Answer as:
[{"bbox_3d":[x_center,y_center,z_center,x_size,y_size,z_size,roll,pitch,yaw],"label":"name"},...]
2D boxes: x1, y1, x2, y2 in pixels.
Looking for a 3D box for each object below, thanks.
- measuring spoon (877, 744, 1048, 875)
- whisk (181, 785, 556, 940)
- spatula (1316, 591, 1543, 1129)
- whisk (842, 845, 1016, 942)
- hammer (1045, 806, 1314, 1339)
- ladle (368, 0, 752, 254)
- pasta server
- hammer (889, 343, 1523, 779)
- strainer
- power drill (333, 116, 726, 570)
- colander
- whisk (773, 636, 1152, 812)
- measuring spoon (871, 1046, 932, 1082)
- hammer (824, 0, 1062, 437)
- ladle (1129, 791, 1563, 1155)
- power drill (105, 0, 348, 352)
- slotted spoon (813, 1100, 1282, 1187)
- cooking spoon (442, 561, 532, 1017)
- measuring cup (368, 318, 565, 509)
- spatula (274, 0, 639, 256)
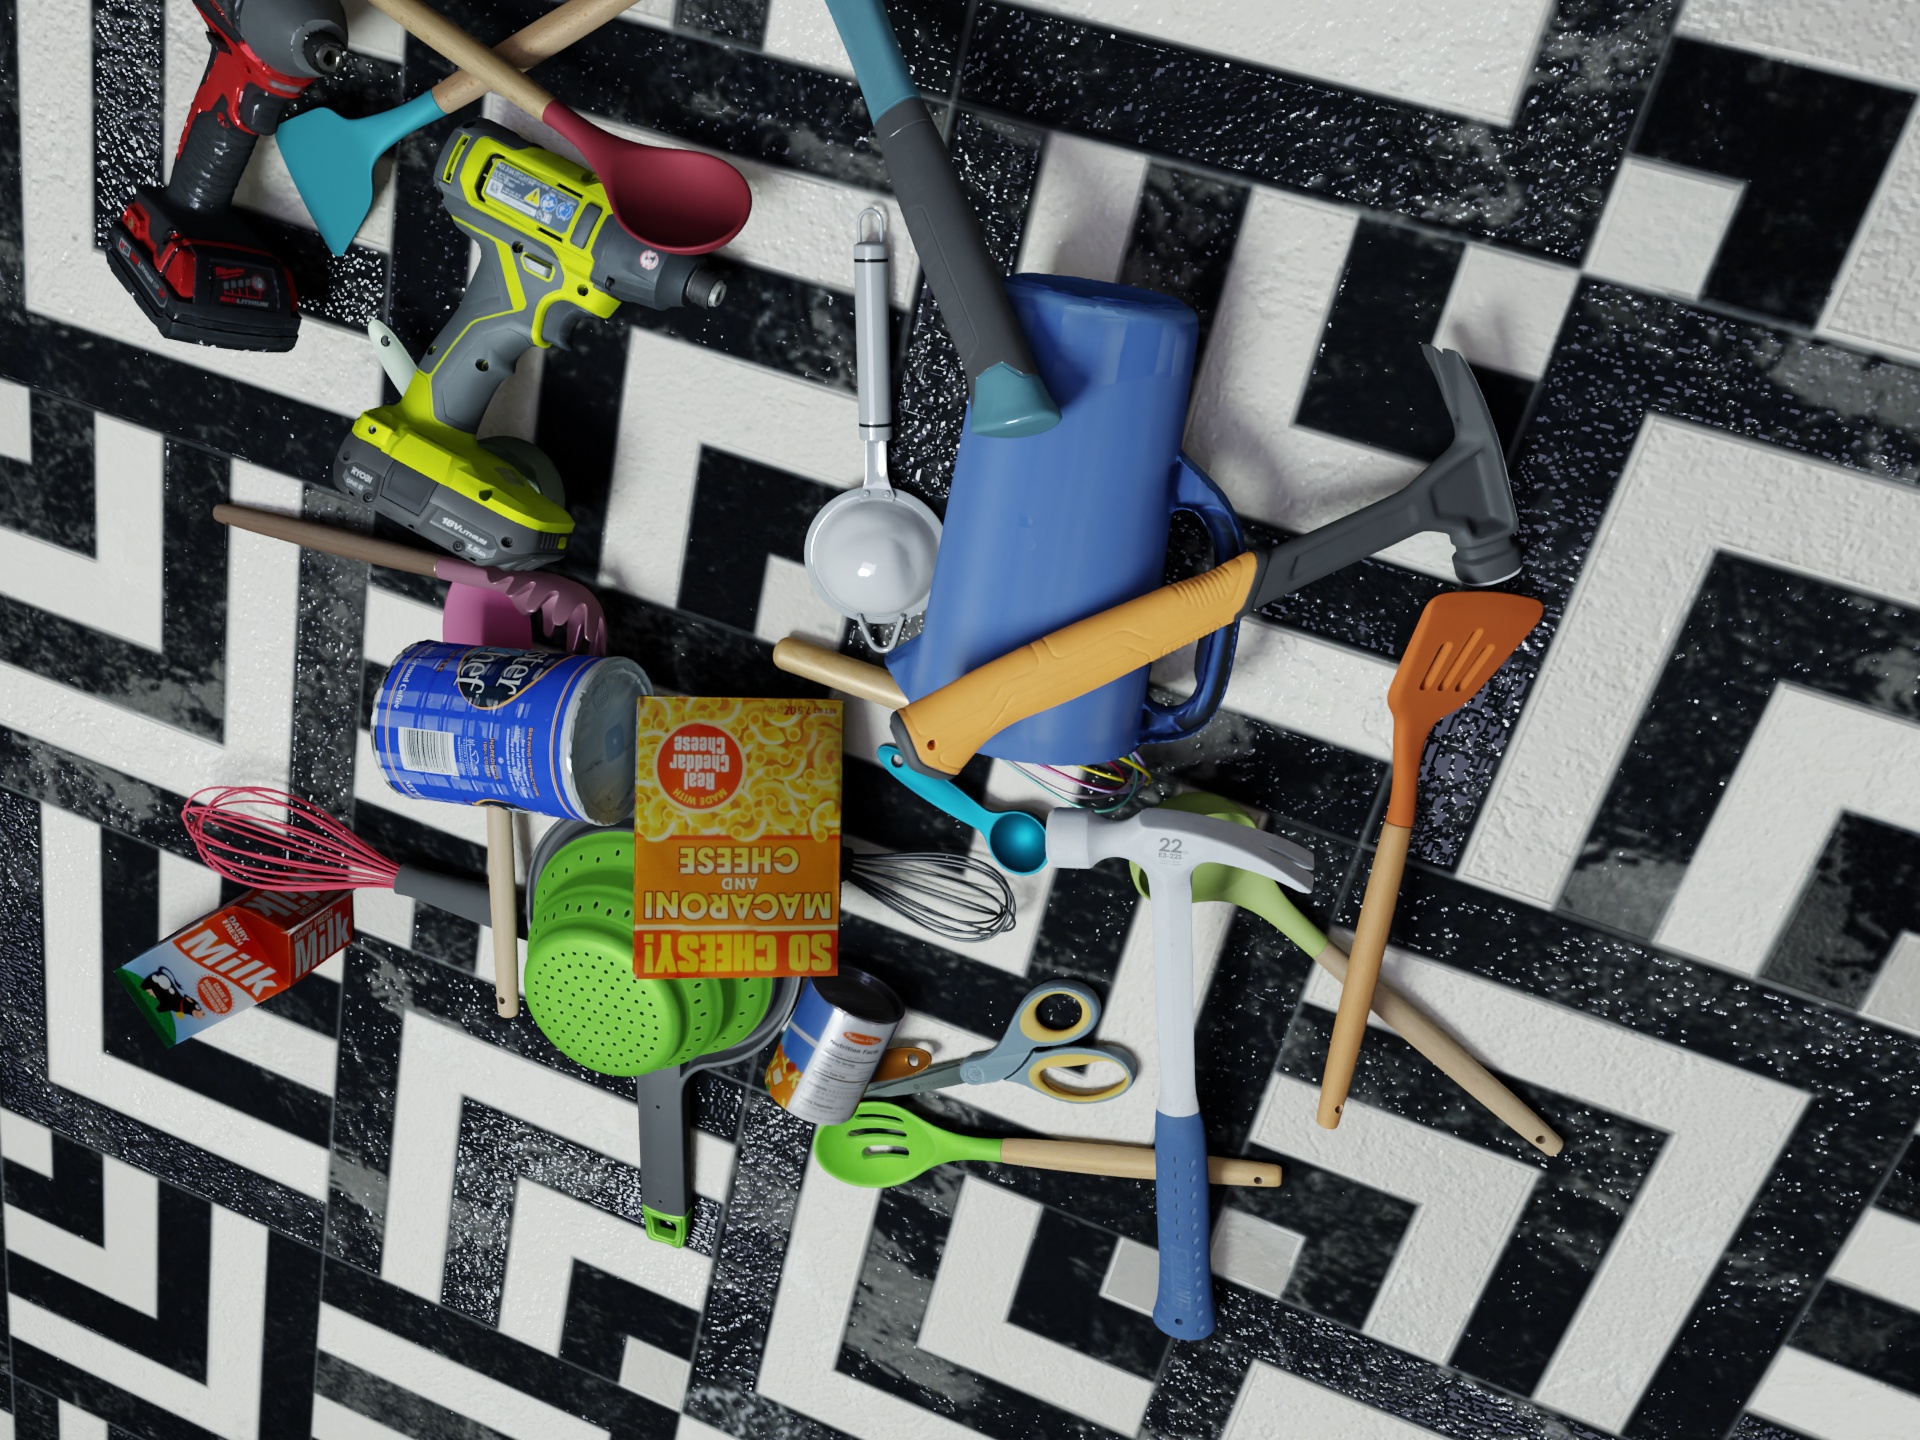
[{"bbox_3d":[0.004,0.049,0.985,0.129,0.021,0.042,33,118,14],"label":"measuring spoon"},{"bbox_3d":[-0.414,0.107,1.126,0.296,0.073,0.073,16,115,5],"label":"whisk"},{"bbox_3d":[0.241,0.082,0.873,0.081,0.041,0.322,2,106,-28],"label":"spatula"},{"bbox_3d":[-0.075,0.091,1.009,0.239,0.055,0.055,14,115,18],"label":"whisk"},{"bbox_3d":[0.137,0.226,0.956,0.144,0.035,0.405,2,121,14],"label":"hammer"},{"bbox_3d":[-0.244,-0.346,0.866,0.315,0.069,0.031,36,159,6],"label":"ladle"},{"bbox_3d":[-0.360,-0.098,1.027,0.316,0.060,0.040,14,70,18],"label":"pasta server"},{"bbox_3d":[0.118,-0.064,0.791,0.337,0.034,0.127,-25,114,-5],"label":"hammer"},{"bbox_3d":[-0.050,-0.157,0.907,0.087,0.050,0.258,0,108,2],"label":"strainer"},{"bbox_3d":[-0.247,-0.205,0.910,0.171,0.080,0.223,28,99,5],"label":"power drill"},{"bbox_3d":[-0.217,0.231,1.066,0.204,0.094,0.396,12,120,15],"label":"colander"},{"bbox_3d":[-0.001,-0.002,0.952,0.245,0.047,0.051,19,104,15],"label":"whisk"},{"bbox_3d":[-0.068,0.235,1.078,0.117,0.011,0.021,-15,87,27],"label":"measuring spoon"},{"bbox_3d":[-0.027,-0.285,0.782,0.128,0.033,0.331,-26,77,28],"label":"hammer"},{"bbox_3d":[0.230,0.155,0.926,0.320,0.062,0.078,40,113,-3],"label":"ladle"},{"bbox_3d":[-0.414,-0.333,0.918,0.143,0.078,0.219,43,119,29],"label":"power drill"},{"bbox_3d":[0.054,0.289,1.055,0.314,0.031,0.070,0,112,17],"label":"slotted spoon"},{"bbox_3d":[-0.311,0.051,1.071,0.069,0.017,0.318,6,105,17],"label":"cooking spoon"},{"bbox_3d":[-0.308,-0.178,0.987,0.083,0.038,0.167,-30,97,26],"label":"measuring cup"},{"bbox_3d":[-0.272,-0.367,0.908,0.317,0.044,0.082,-20,101,20],"label":"spatula"}]
